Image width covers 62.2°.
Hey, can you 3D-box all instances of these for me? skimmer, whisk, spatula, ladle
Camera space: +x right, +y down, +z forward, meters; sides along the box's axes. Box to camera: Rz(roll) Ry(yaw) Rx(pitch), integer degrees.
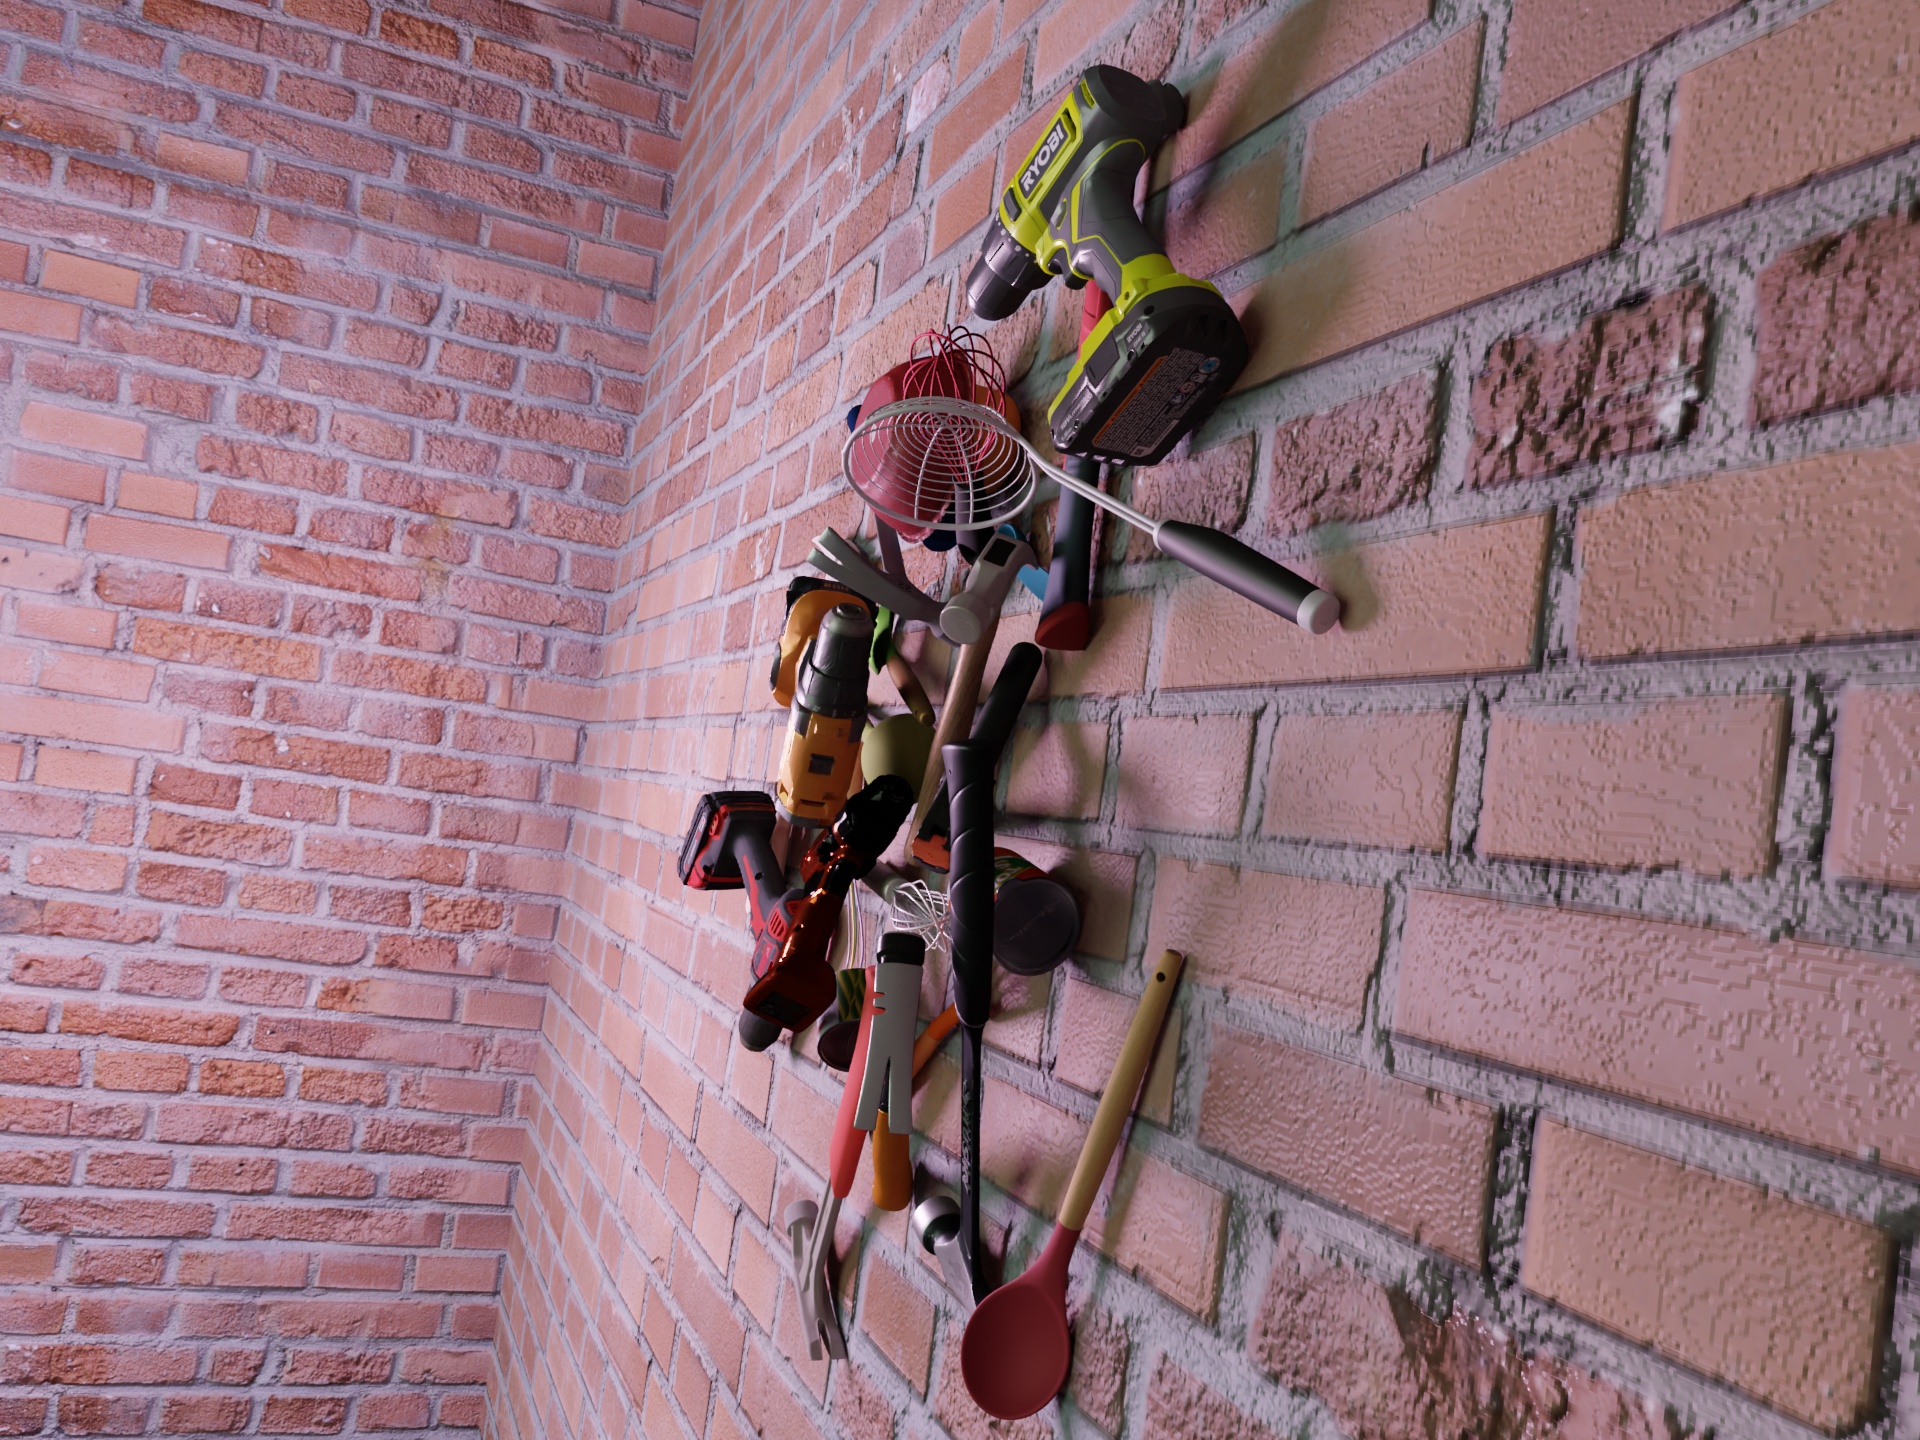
[{"bbox_3d":[0.064,-0.108,0.938,0.090,0.127,0.364,-51,46,-3],"label":"skimmer"},{"bbox_3d":[0.004,-0.189,1.156,0.295,0.073,0.073,79,-170,-66],"label":"whisk"},{"bbox_3d":[-0.036,0.249,1.223,0.322,0.041,0.081,121,149,-46],"label":"spatula"},{"bbox_3d":[-0.049,0.142,1.298,0.059,0.058,0.246,66,167,-12],"label":"whisk"},{"bbox_3d":[-0.077,0.007,1.448,0.320,0.062,0.078,-137,61,-73],"label":"ladle"},{"bbox_3d":[-0.111,0.133,1.463,0.047,0.051,0.245,131,146,-63],"label":"whisk"},{"bbox_3d":[0.072,0.277,0.946,0.069,0.031,0.315,25,105,24],"label":"ladle"}]

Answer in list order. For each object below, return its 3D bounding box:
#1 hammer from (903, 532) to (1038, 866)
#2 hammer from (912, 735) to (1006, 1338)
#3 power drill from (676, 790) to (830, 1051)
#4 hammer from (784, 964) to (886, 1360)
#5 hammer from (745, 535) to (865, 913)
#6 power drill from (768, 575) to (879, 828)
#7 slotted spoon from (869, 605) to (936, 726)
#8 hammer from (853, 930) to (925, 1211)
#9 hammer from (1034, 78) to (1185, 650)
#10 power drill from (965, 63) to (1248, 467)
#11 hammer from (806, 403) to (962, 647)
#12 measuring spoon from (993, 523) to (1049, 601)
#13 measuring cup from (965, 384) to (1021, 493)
[{"bbox_3d":[-0.002,-0.004,1.171,0.331,0.031,0.130,105,-168,-47],"label":"hammer"},{"bbox_3d":[0.007,0.201,1.008,0.149,0.036,0.408,-138,44,-62],"label":"hammer"},{"bbox_3d":[-0.208,0.199,1.593,0.227,0.080,0.187,55,132,42],"label":"power drill"},{"bbox_3d":[-0.088,0.343,1.271,0.149,0.036,0.358,-113,32,-52],"label":"hammer"},{"bbox_3d":[-0.169,0.010,1.671,0.146,0.038,0.410,-132,54,-65],"label":"hammer"},{"bbox_3d":[-0.109,-0.044,1.310,0.226,0.084,0.185,-98,20,-61],"label":"power drill"},{"bbox_3d":[-0.051,-0.044,1.337,0.314,0.031,0.070,-122,42,-71],"label":"slotted spoon"},{"bbox_3d":[-0.047,0.276,1.090,0.336,0.034,0.127,94,-179,-55],"label":"hammer"},{"bbox_3d":[0.088,-0.240,1.123,0.143,0.038,0.386,176,103,-69],"label":"hammer"},{"bbox_3d":[0.082,-0.277,1.025,0.190,0.080,0.229,-48,48,42],"label":"power drill"},{"bbox_3d":[-0.076,-0.199,1.429,0.035,0.144,0.406,-54,24,22],"label":"hammer"},{"bbox_3d":[0.058,-0.109,1.180,0.129,0.021,0.042,48,126,52],"label":"measuring spoon"},{"bbox_3d":[0.001,-0.235,1.324,0.174,0.052,0.095,-145,66,-69],"label":"measuring cup"}]
